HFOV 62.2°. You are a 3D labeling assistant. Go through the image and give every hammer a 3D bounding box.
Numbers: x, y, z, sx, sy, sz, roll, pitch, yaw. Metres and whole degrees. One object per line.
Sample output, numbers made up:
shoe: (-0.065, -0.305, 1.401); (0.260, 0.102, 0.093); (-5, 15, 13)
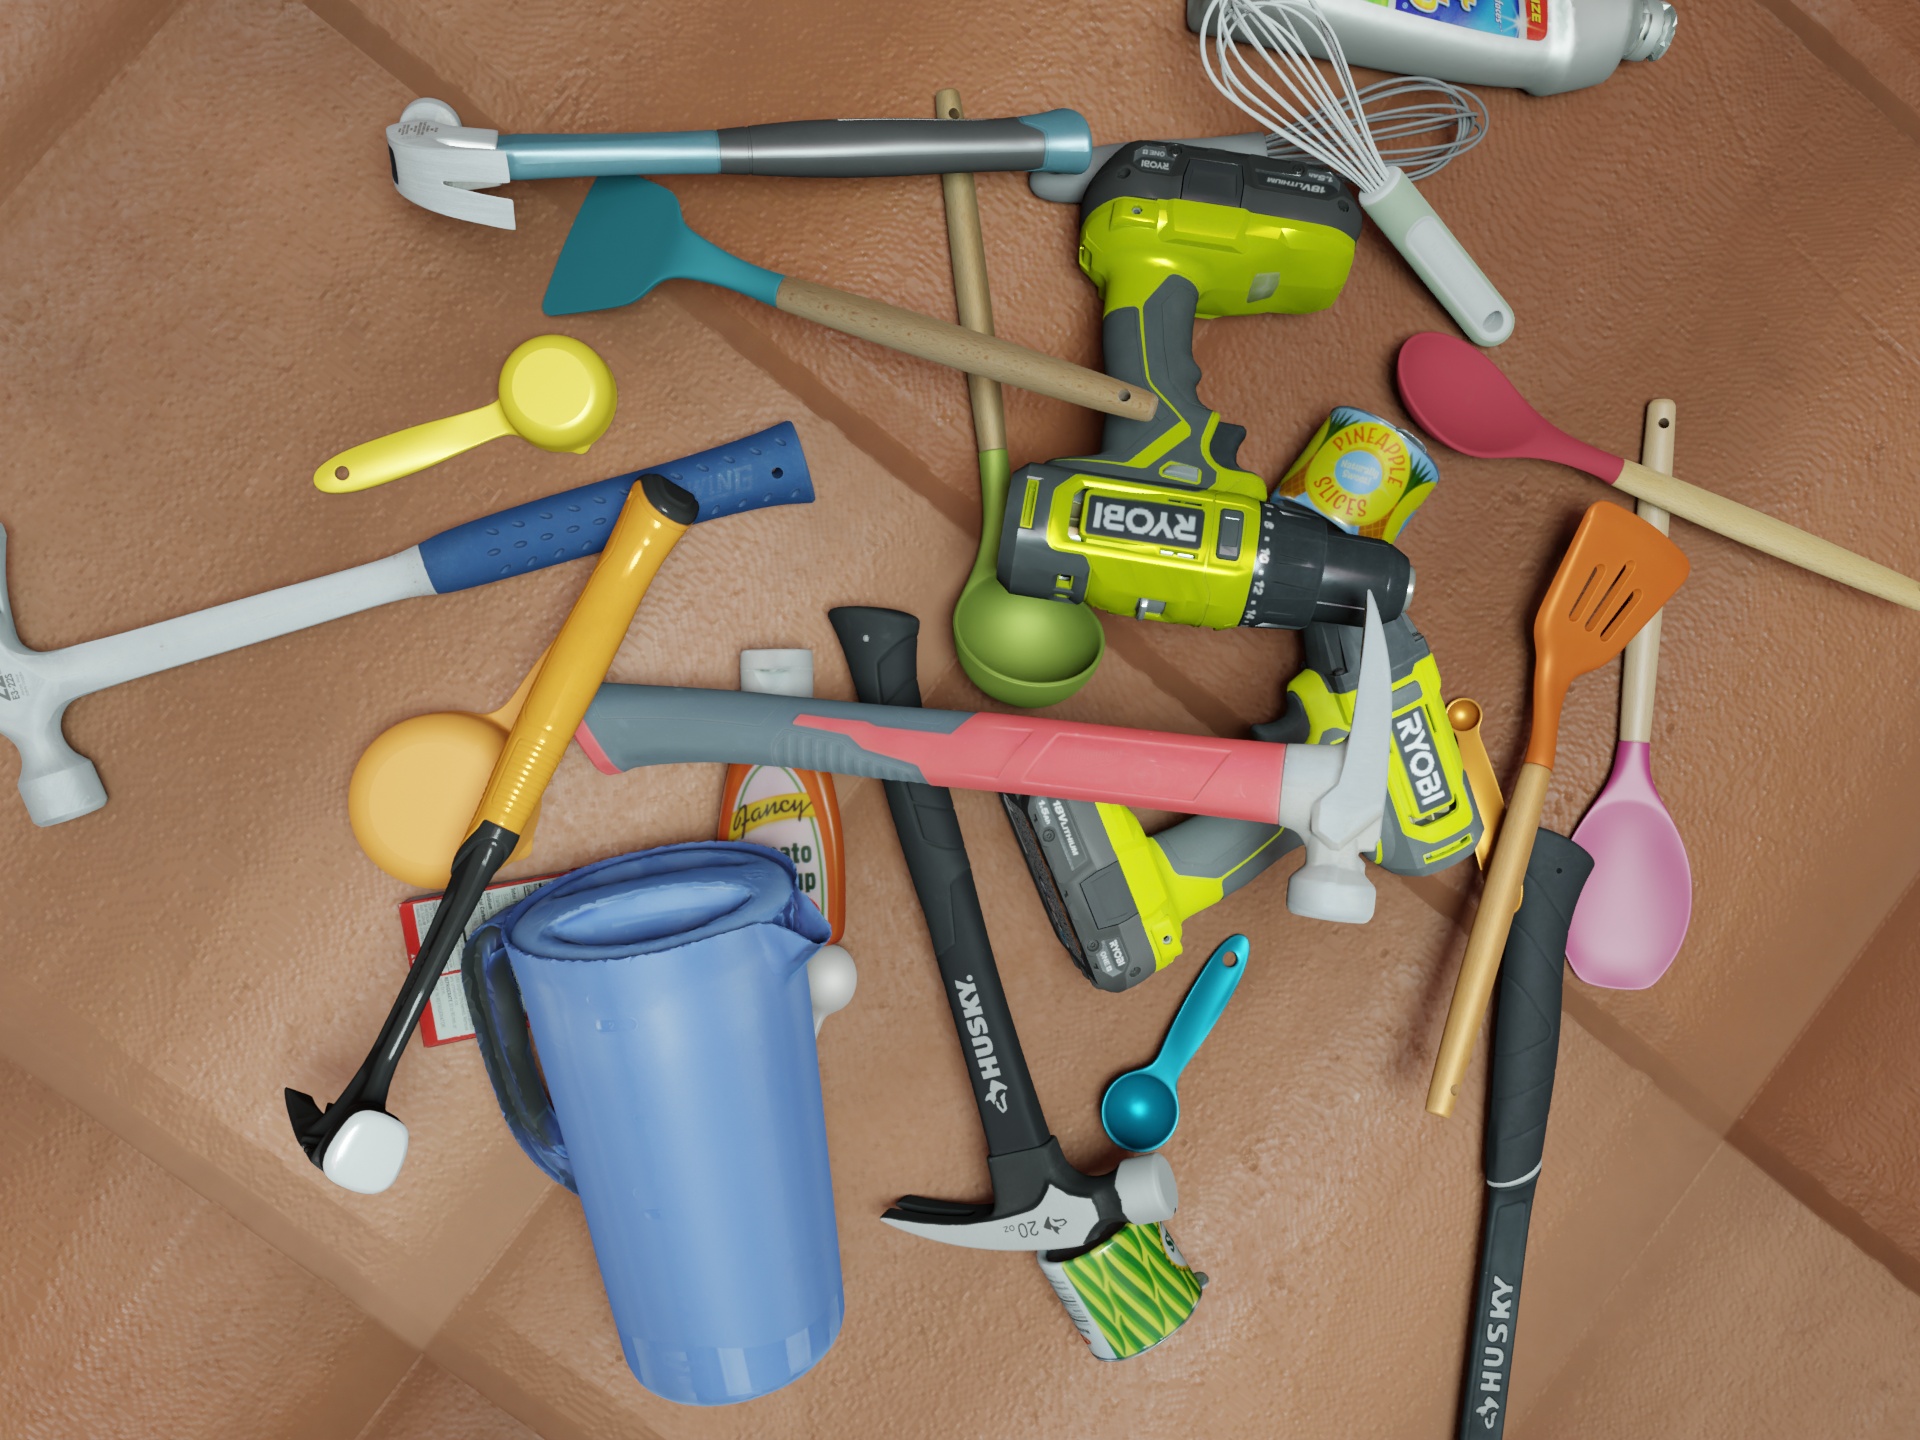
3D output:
hammer: (-0.102, -0.273, 0.760); (0.331, 0.128, 0.033); (-5, 123, -9)
hammer: (0.287, 0.259, 0.846); (0.149, 0.036, 0.409); (6, 91, -5)
hammer: (-0.273, -0.077, 0.776); (0.405, 0.035, 0.144); (-18, 102, -7)
hammer: (-0.206, 0.038, 0.720); (0.034, 0.127, 0.337); (31, 74, -26)
hammer: (-0.001, -0.002, 0.733); (0.386, 0.038, 0.143); (6, 88, 15)
hammer: (-0.008, 0.101, 0.799); (0.146, 0.035, 0.335); (-18, 86, 20)

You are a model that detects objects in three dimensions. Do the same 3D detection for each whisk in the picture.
whisk: (0.153, -0.295, 0.821); (0.239, 0.055, 0.055); (-8, 92, -1)
whisk: (0.203, -0.270, 0.784); (0.058, 0.059, 0.246); (-44, 119, 14)

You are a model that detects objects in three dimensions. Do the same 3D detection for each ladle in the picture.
ladle: (0.370, -0.122, 0.835); (0.315, 0.031, 0.069); (23, 64, 0)
ladle: (0.017, -0.165, 0.803); (0.078, 0.062, 0.320); (-7, 89, -19)

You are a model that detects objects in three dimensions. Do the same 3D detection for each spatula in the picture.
spatula: (-0.057, -0.192, 0.750); (0.317, 0.044, 0.082); (21, 85, 12)
spatula: (0.294, 0.047, 0.810); (0.081, 0.041, 0.323); (26, 77, -26)

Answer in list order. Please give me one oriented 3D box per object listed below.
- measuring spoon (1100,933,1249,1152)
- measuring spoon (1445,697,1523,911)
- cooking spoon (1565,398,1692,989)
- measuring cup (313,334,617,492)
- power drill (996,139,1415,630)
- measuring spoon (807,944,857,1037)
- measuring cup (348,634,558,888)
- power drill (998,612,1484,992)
measuring spoon: (0.115, 0.168, 0.841); (0.042, 0.021, 0.128); (35, 78, -6)
measuring spoon: (0.278, 0.045, 0.842); (0.021, 0.011, 0.117); (-15, 77, 24)
cooking spoon: (0.366, -0.014, 0.859); (0.069, 0.017, 0.319); (5, 90, 13)
measuring cup: (-0.247, -0.146, 0.786); (0.156, 0.029, 0.062); (-22, 93, -6)
power drill: (0.127, -0.152, 0.764); (0.190, 0.080, 0.229); (9, 73, 2)
measuring spoon: (-0.089, 0.170, 0.806); (0.034, 0.018, 0.124); (29, 97, 34)
measuring cup: (-0.227, 0.006, 0.780); (0.095, 0.052, 0.173); (39, 89, -5)
power drill: (0.139, 0.026, 0.801); (0.223, 0.080, 0.171); (-24, 103, -8)
